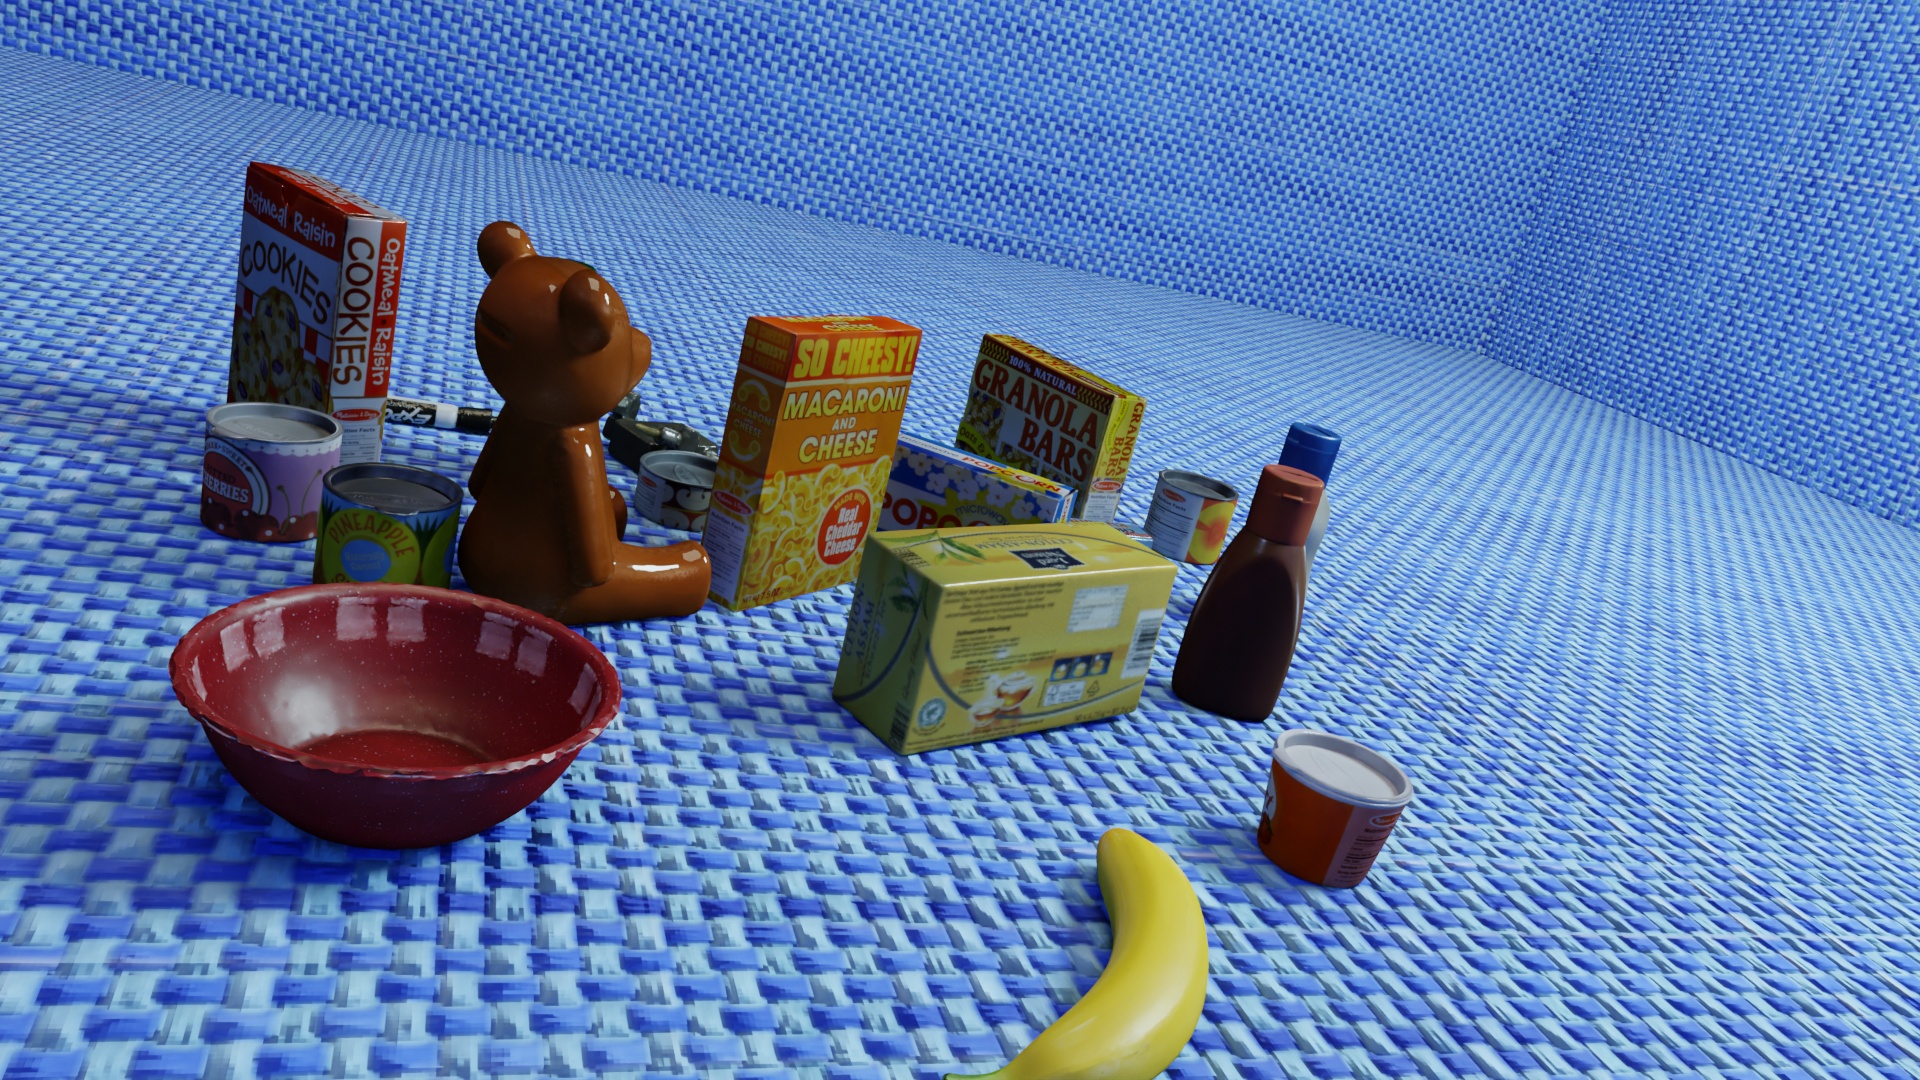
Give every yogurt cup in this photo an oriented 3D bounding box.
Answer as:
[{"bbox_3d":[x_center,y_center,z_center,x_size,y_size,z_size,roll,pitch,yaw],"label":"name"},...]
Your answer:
[{"bbox_3d":[0.178,0.131,0.674,0.072,0.053,0.072,13,18,-4],"label":"yogurt cup"}]

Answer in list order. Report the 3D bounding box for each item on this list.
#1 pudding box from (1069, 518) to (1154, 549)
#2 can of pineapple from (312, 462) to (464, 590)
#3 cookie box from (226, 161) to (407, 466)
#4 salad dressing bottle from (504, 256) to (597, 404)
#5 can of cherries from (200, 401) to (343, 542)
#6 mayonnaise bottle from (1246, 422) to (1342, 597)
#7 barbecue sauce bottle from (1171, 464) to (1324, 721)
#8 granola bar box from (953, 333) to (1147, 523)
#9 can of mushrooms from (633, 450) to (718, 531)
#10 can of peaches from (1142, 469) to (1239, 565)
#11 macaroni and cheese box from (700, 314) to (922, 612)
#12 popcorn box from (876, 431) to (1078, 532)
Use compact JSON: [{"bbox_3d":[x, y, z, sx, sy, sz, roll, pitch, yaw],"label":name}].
[{"bbox_3d":[0.089,0.012,0.964,0.084,0.049,0.030,5,20,-26],"label":"pudding box"},{"bbox_3d":[-0.290,-0.001,0.701,0.071,0.057,0.071,13,18,-4],"label":"can of pineapple"},{"bbox_3d":[-0.385,-0.126,0.822,0.123,0.166,0.040,27,21,34],"label":"cookie box"},{"bbox_3d":[-0.261,-0.105,0.886,0.044,0.147,0.064,-4,25,-45],"label":"salad dressing bottle"},{"bbox_3d":[-0.371,-0.037,0.743,0.071,0.058,0.072,13,18,-4],"label":"can of cherries"},{"bbox_3d":[0.226,-0.007,0.969,0.041,0.147,0.065,5,20,-28],"label":"mayonnaise bottle"},{"bbox_3d":[0.174,0.030,0.818,0.065,0.148,0.044,16,18,4],"label":"barbecue sauce bottle"},{"bbox_3d":[0.064,-0.082,1.103,0.039,0.123,0.166,0,23,-39],"label":"granola bar box"},{"bbox_3d":[-0.179,-0.033,0.919,0.071,0.033,0.071,13,18,-4],"label":"can of mushrooms"},{"bbox_3d":[0.185,-0.019,1.117,0.071,0.058,0.071,13,18,-4],"label":"can of peaches"},{"bbox_3d":[-0.090,-0.050,0.824,0.040,0.165,0.124,24,20,28],"label":"macaroni and cheese box"},{"bbox_3d":[0.003,-0.011,0.912,0.127,0.085,0.038,20,18,16],"label":"popcorn box"}]
